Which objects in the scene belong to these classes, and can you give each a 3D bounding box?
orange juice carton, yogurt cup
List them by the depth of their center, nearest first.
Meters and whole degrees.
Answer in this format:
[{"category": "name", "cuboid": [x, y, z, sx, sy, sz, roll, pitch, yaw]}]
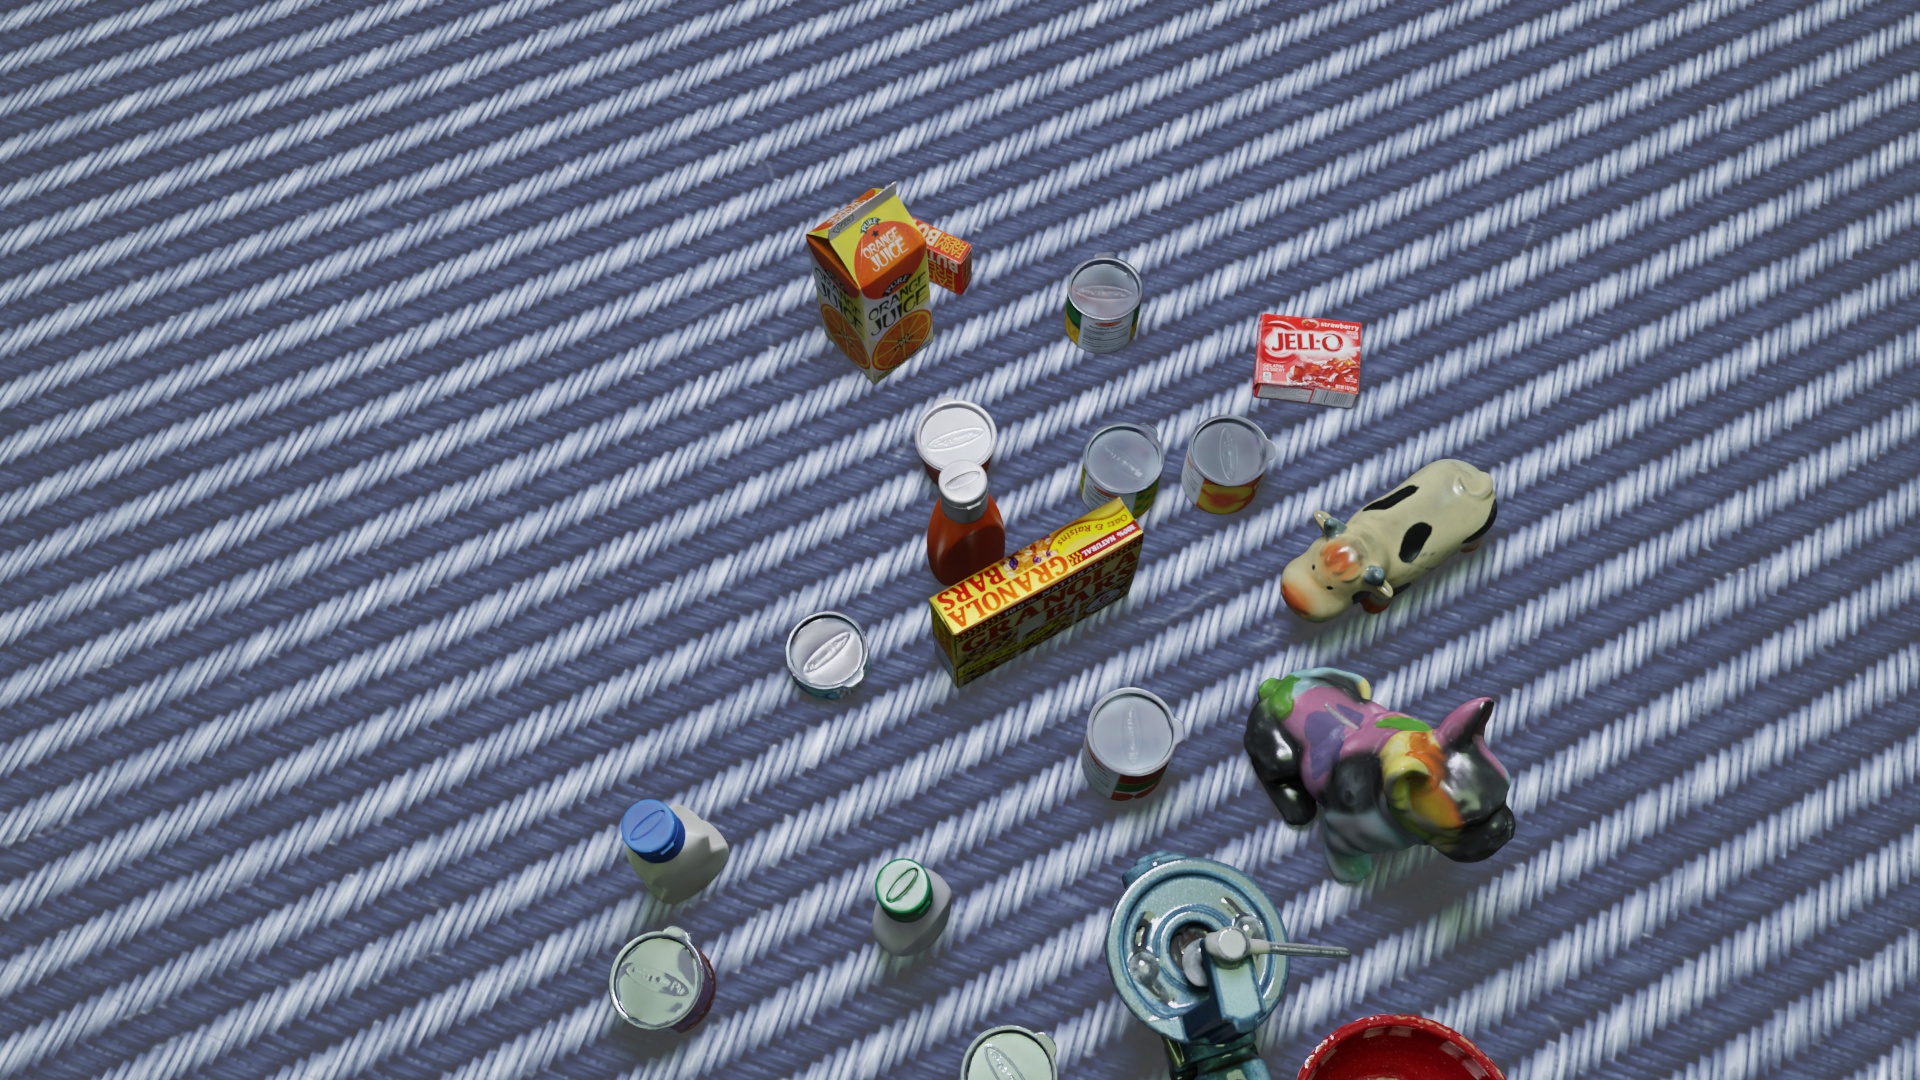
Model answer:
[{"category": "orange juice carton", "cuboid": [-0.074, -0.221, 1.161, 0.072, 0.192, 0.073, -38, 71, -15]}, {"category": "yogurt cup", "cuboid": [-0.003, -0.077, 1.170, 0.072, 0.053, 0.072, 0, 66, 1]}]

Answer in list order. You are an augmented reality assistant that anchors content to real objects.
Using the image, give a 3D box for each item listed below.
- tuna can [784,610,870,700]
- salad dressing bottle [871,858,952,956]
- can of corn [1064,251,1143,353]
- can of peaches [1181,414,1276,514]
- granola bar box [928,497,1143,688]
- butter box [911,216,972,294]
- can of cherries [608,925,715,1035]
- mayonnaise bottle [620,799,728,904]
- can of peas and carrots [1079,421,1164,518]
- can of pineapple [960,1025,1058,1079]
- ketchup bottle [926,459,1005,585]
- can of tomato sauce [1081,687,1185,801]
[{"category": "tuna can", "cuboid": [-0.103, 0.094, 1.105, 0.071, 0.032, 0.071, 0, 65, 1]}, {"category": "salad dressing bottle", "cuboid": [-0.036, 0.253, 0.968, 0.044, 0.147, 0.064, 39, 72, 17]}, {"category": "can of corn", "cuboid": [0.126, -0.209, 1.226, 0.071, 0.058, 0.071, 0, 66, 1]}, {"category": "can of peaches", "cuboid": [0.222, -0.062, 1.158, 0.071, 0.057, 0.071, 0, 66, 1]}, {"category": "granola bar box", "cuboid": [0.059, 0.043, 1.076, 0.166, 0.123, 0.039, -28, 68, -11]}, {"category": "butter box", "cuboid": [-0.038, -0.265, 1.257, 0.103, 0.053, 0.024, 27, 69, 13]}, {"category": "can of cherries", "cuboid": [-0.210, 0.315, 0.991, 0.071, 0.058, 0.072, 0, 66, 1]}, {"category": "mayonnaise bottle", "cuboid": [-0.206, 0.218, 0.987, 0.065, 0.147, 0.041, -40, 71, -15]}, {"category": "can of peas and carrots", "cuboid": [0.135, -0.058, 1.157, 0.071, 0.058, 0.071, 0, 66, 1]}, {"category": "can of pineapple", "cuboid": [0.035, 0.372, 0.961, 0.071, 0.057, 0.071, 0, 66, 1]}, {"category": "ketchup bottle", "cuboid": [0.004, -0.014, 1.089, 0.065, 0.148, 0.043, -25, 68, -10]}, {"category": "can of tomato sauce", "cuboid": [0.128, 0.155, 1.046, 0.071, 0.082, 0.071, 0, 66, 1]}]
